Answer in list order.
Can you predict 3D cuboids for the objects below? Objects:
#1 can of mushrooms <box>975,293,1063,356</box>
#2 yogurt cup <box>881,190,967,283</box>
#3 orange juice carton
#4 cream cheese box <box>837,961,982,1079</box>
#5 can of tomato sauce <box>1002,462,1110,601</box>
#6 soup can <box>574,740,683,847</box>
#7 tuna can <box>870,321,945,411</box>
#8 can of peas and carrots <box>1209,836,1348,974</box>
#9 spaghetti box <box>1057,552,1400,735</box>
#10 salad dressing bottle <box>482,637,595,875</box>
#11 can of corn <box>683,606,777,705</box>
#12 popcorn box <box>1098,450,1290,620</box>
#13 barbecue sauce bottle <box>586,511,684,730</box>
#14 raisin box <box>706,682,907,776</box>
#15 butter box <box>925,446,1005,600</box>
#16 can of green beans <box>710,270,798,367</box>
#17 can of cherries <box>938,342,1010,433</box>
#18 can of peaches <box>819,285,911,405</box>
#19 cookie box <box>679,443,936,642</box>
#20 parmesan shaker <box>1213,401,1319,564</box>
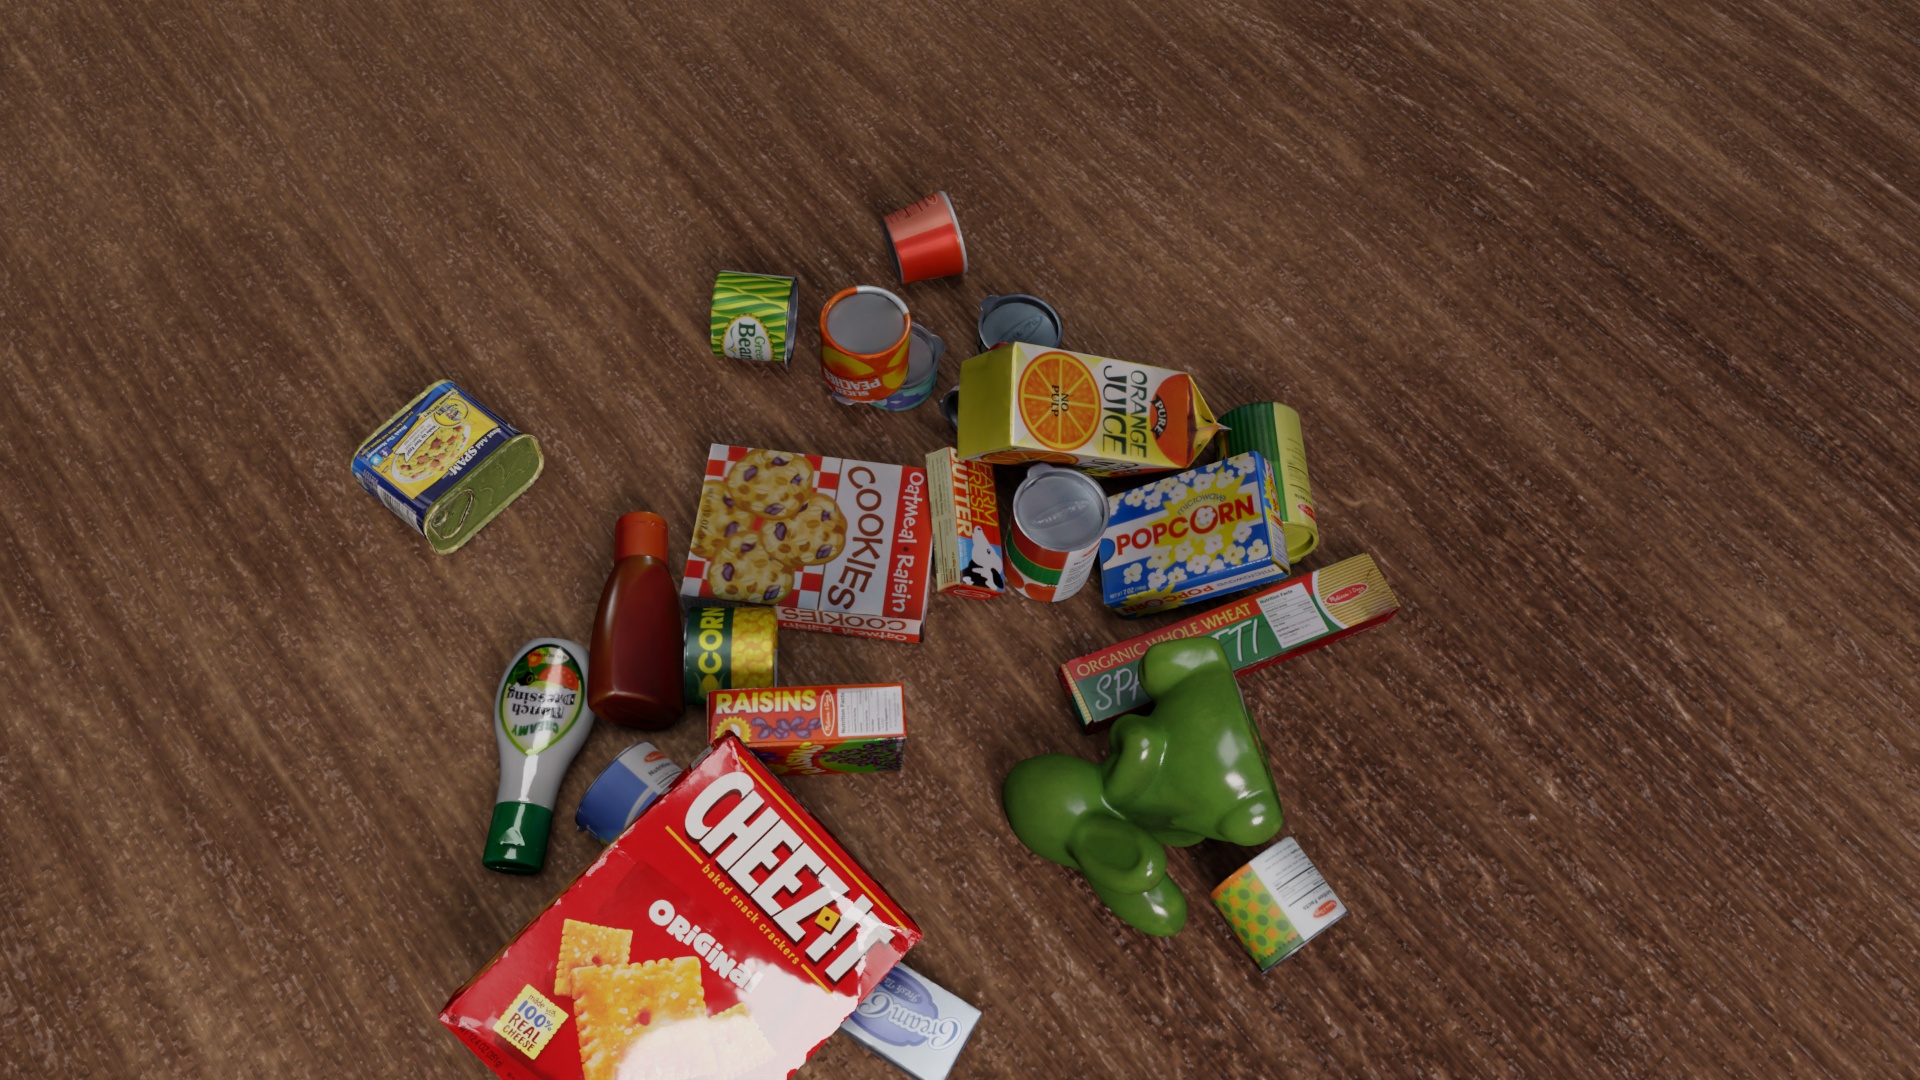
[{"bbox_3d":[0.043,-0.159,1.084,0.071,0.033,0.071,2,63,-4],"label":"can of mushrooms"},{"bbox_3d":[-0.030,-0.238,1.103,0.054,0.072,0.072,-19,65,-5],"label":"yogurt cup"},{"bbox_3d":[0.098,-0.087,0.992,0.193,0.071,0.073,5,82,-31],"label":"orange juice carton"},{"bbox_3d":[-0.044,0.285,0.846,0.104,0.024,0.053,28,65,10],"label":"cream cheese box"},{"bbox_3d":[0.064,-0.004,0.976,0.071,0.082,0.071,2,62,-4],"label":"can of tomato sauce"},{"bbox_3d":[-0.188,0.178,0.867,0.084,0.071,0.071,37,65,13],"label":"soup can"},{"bbox_3d":[-0.048,-0.135,1.063,0.071,0.032,0.071,2,62,-4],"label":"tuna can"},{"bbox_3d":[0.198,0.230,0.876,0.071,0.070,0.059,-28,68,-18],"label":"can of peas and carrots"},{"bbox_3d":[0.189,0.071,0.978,0.251,0.028,0.050,-18,65,-14],"label":"spaghetti box"},{"bbox_3d":[-0.272,0.137,0.891,0.064,0.043,0.148,5,62,-4],"label":"salad dressing bottle"},{"bbox_3d":[-0.151,0.075,0.920,0.058,0.071,0.071,1,62,-6],"label":"can of corn"},{"bbox_3d":[0.161,-0.003,0.972,0.126,0.038,0.085,-18,59,28],"label":"popcorn box"},{"bbox_3d":[-0.217,0.050,0.937,0.043,0.065,0.149,-29,51,30],"label":"barbecue sauce bottle"},{"bbox_3d":[-0.098,0.124,0.891,0.123,0.085,0.040,-1,67,-6],"label":"raisin box"},{"bbox_3d":[0.004,-0.012,0.981,0.024,0.053,0.104,-17,71,35],"label":"butter box"},{"bbox_3d":[-0.156,-0.169,1.053,0.058,0.071,0.071,5,62,-2],"label":"can of green beans"},{"bbox_3d":[0.028,-0.106,1.037,0.071,0.071,0.058,34,65,13],"label":"can of cherries"},{"bbox_3d":[-0.070,-0.142,1.012,0.071,0.057,0.071,2,62,-4],"label":"can of peaches"},{"bbox_3d":[-0.102,0.001,0.982,0.167,0.040,0.123,6,61,-1],"label":"cookie box"},{"bbox_3d":[0.224,-0.041,1.022,0.071,0.071,0.103,1,61,-4],"label":"parmesan shaker"}]
